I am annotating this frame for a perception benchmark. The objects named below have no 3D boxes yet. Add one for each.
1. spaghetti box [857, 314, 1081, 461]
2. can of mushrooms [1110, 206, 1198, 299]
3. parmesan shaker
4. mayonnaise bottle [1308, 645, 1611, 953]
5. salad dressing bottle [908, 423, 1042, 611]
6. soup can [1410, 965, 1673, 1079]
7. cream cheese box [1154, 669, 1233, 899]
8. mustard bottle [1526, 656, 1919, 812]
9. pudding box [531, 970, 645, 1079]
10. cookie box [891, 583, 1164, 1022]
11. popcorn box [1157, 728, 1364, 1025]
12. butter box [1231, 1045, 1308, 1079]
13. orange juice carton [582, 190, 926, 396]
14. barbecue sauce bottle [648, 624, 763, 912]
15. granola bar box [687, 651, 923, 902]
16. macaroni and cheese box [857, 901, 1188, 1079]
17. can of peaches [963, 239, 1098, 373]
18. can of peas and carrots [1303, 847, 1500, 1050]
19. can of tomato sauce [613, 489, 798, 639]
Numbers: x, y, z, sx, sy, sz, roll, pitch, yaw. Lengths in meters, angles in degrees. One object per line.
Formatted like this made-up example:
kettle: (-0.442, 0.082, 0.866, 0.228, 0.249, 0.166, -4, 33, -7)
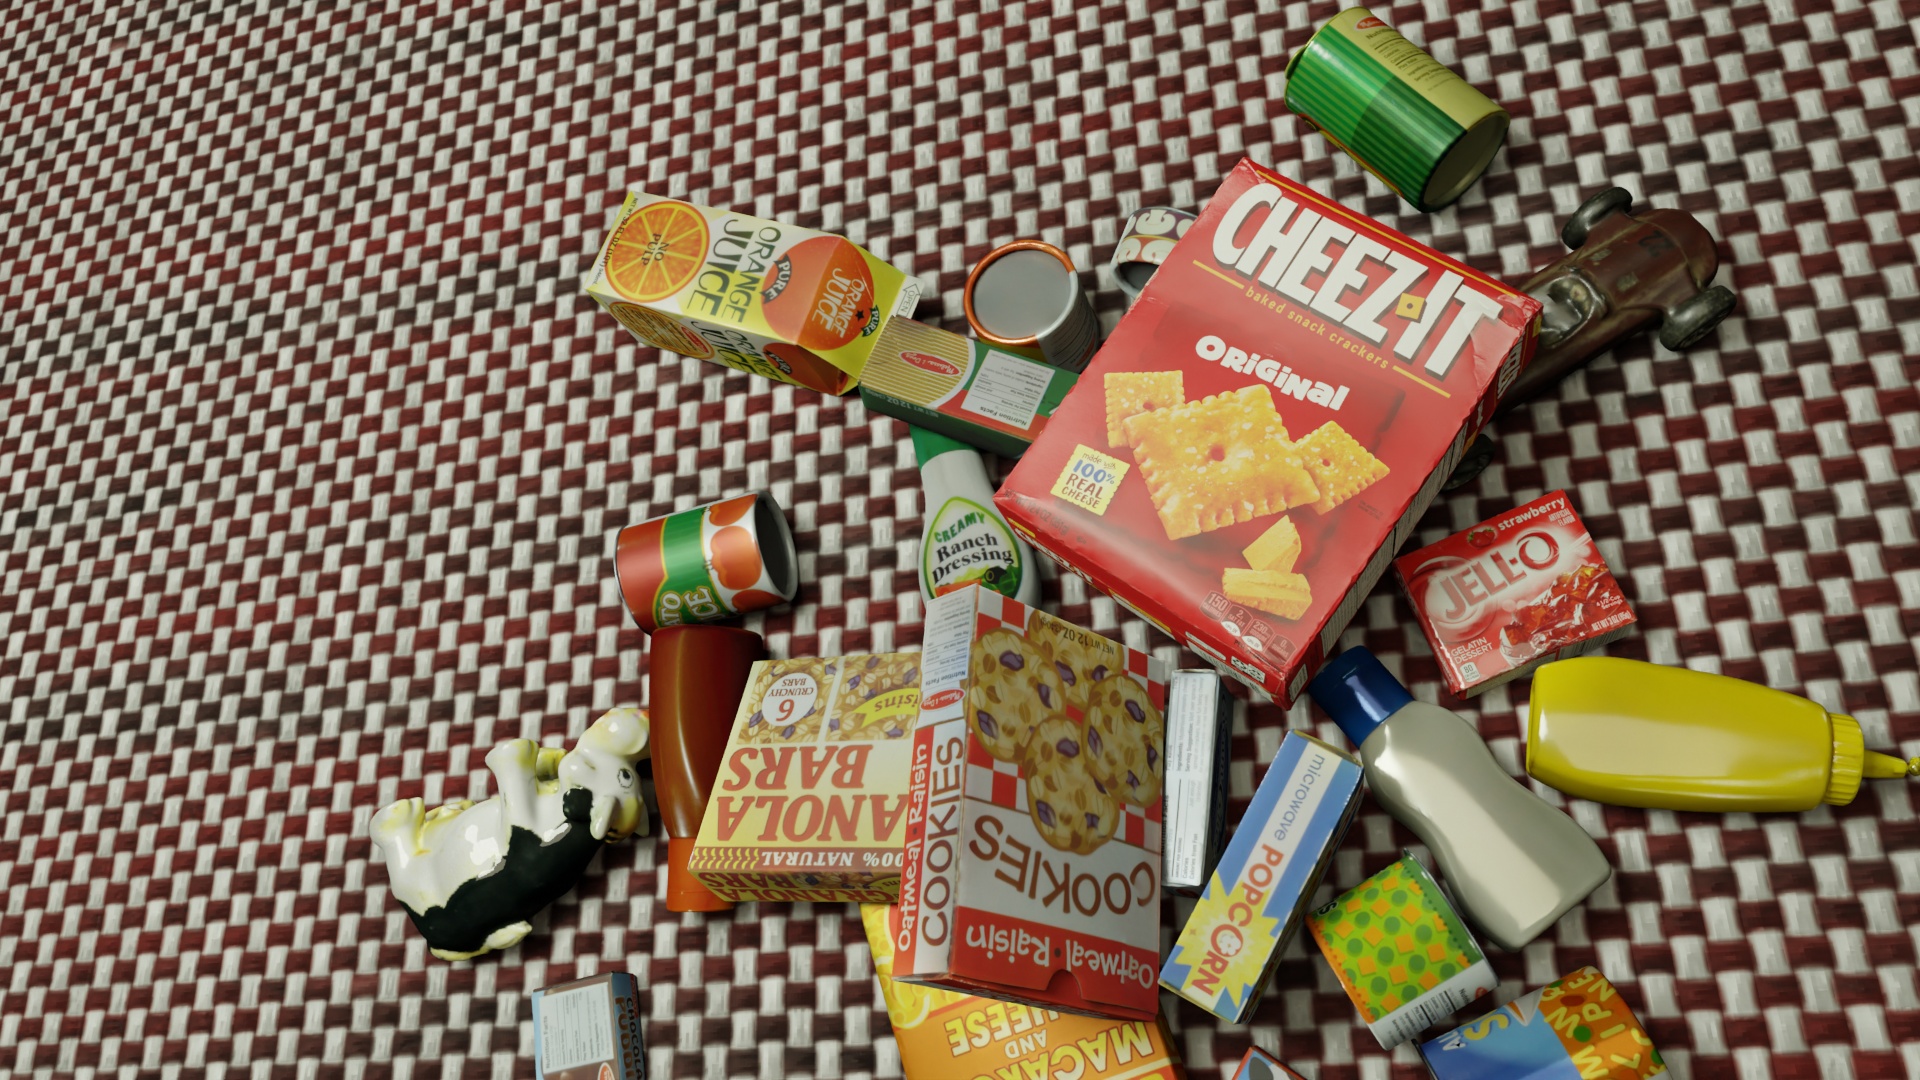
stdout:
spaghetti box: (0.068, -0.058, 0.738, 0.250, 0.028, 0.050, 20, 67, 12)
can of mushrooms: (0.119, -0.151, 0.761, 0.071, 0.071, 0.033, 19, 78, 22)
parmesan shaker: (0.234, -0.233, 0.756, 0.071, 0.071, 0.103, -41, 65, 0)
mayonnaise bottle: (0.225, 0.114, 0.647, 0.065, 0.041, 0.148, -37, 63, -3)
salad dressing bottle: (0.003, -0.009, 0.757, 0.064, 0.044, 0.148, -18, 64, 8)
soup can: (0.245, 0.225, 0.586, 0.084, 0.071, 0.071, -28, 65, 5)
cream cheese box: (0.114, 0.118, 0.671, 0.024, 0.053, 0.104, 1, 71, 19)
mustard bottle: (0.338, 0.092, 0.616, 0.160, 0.048, 0.065, 7, 71, 19)
pudding box: (-0.193, 0.271, 0.721, 0.049, 0.030, 0.084, -16, 67, 10)
cookie box: (0.036, 0.118, 0.615, 0.040, 0.123, 0.168, -23, 54, 45)
popcorn box: (0.140, 0.155, 0.632, 0.038, 0.085, 0.127, 27, 80, 22)
butter box: (0.128, 0.286, 0.621, 0.053, 0.024, 0.103, 30, 81, 23)
orange juice carton: (-0.118, -0.144, 0.827, 0.193, 0.073, 0.072, 17, 76, 21)
barbecue sauce bottle: (-0.137, 0.121, 0.744, 0.043, 0.065, 0.149, -11, 74, 39)
granola bar box: (-0.041, 0.118, 0.697, 0.165, 0.039, 0.125, -5, 50, 24)
macaroni and cheese box: (0.027, 0.216, 0.668, 0.123, 0.040, 0.167, -23, 65, 8)
can of peaches: (0.038, -0.127, 0.782, 0.071, 0.058, 0.071, -5, 70, 15)
can of peas and carrots: (0.194, 0.180, 0.618, 0.059, 0.071, 0.071, -32, 65, 4)
can of tomato sauce: (-0.141, 0.015, 0.780, 0.083, 0.071, 0.071, -15, 67, 11)
